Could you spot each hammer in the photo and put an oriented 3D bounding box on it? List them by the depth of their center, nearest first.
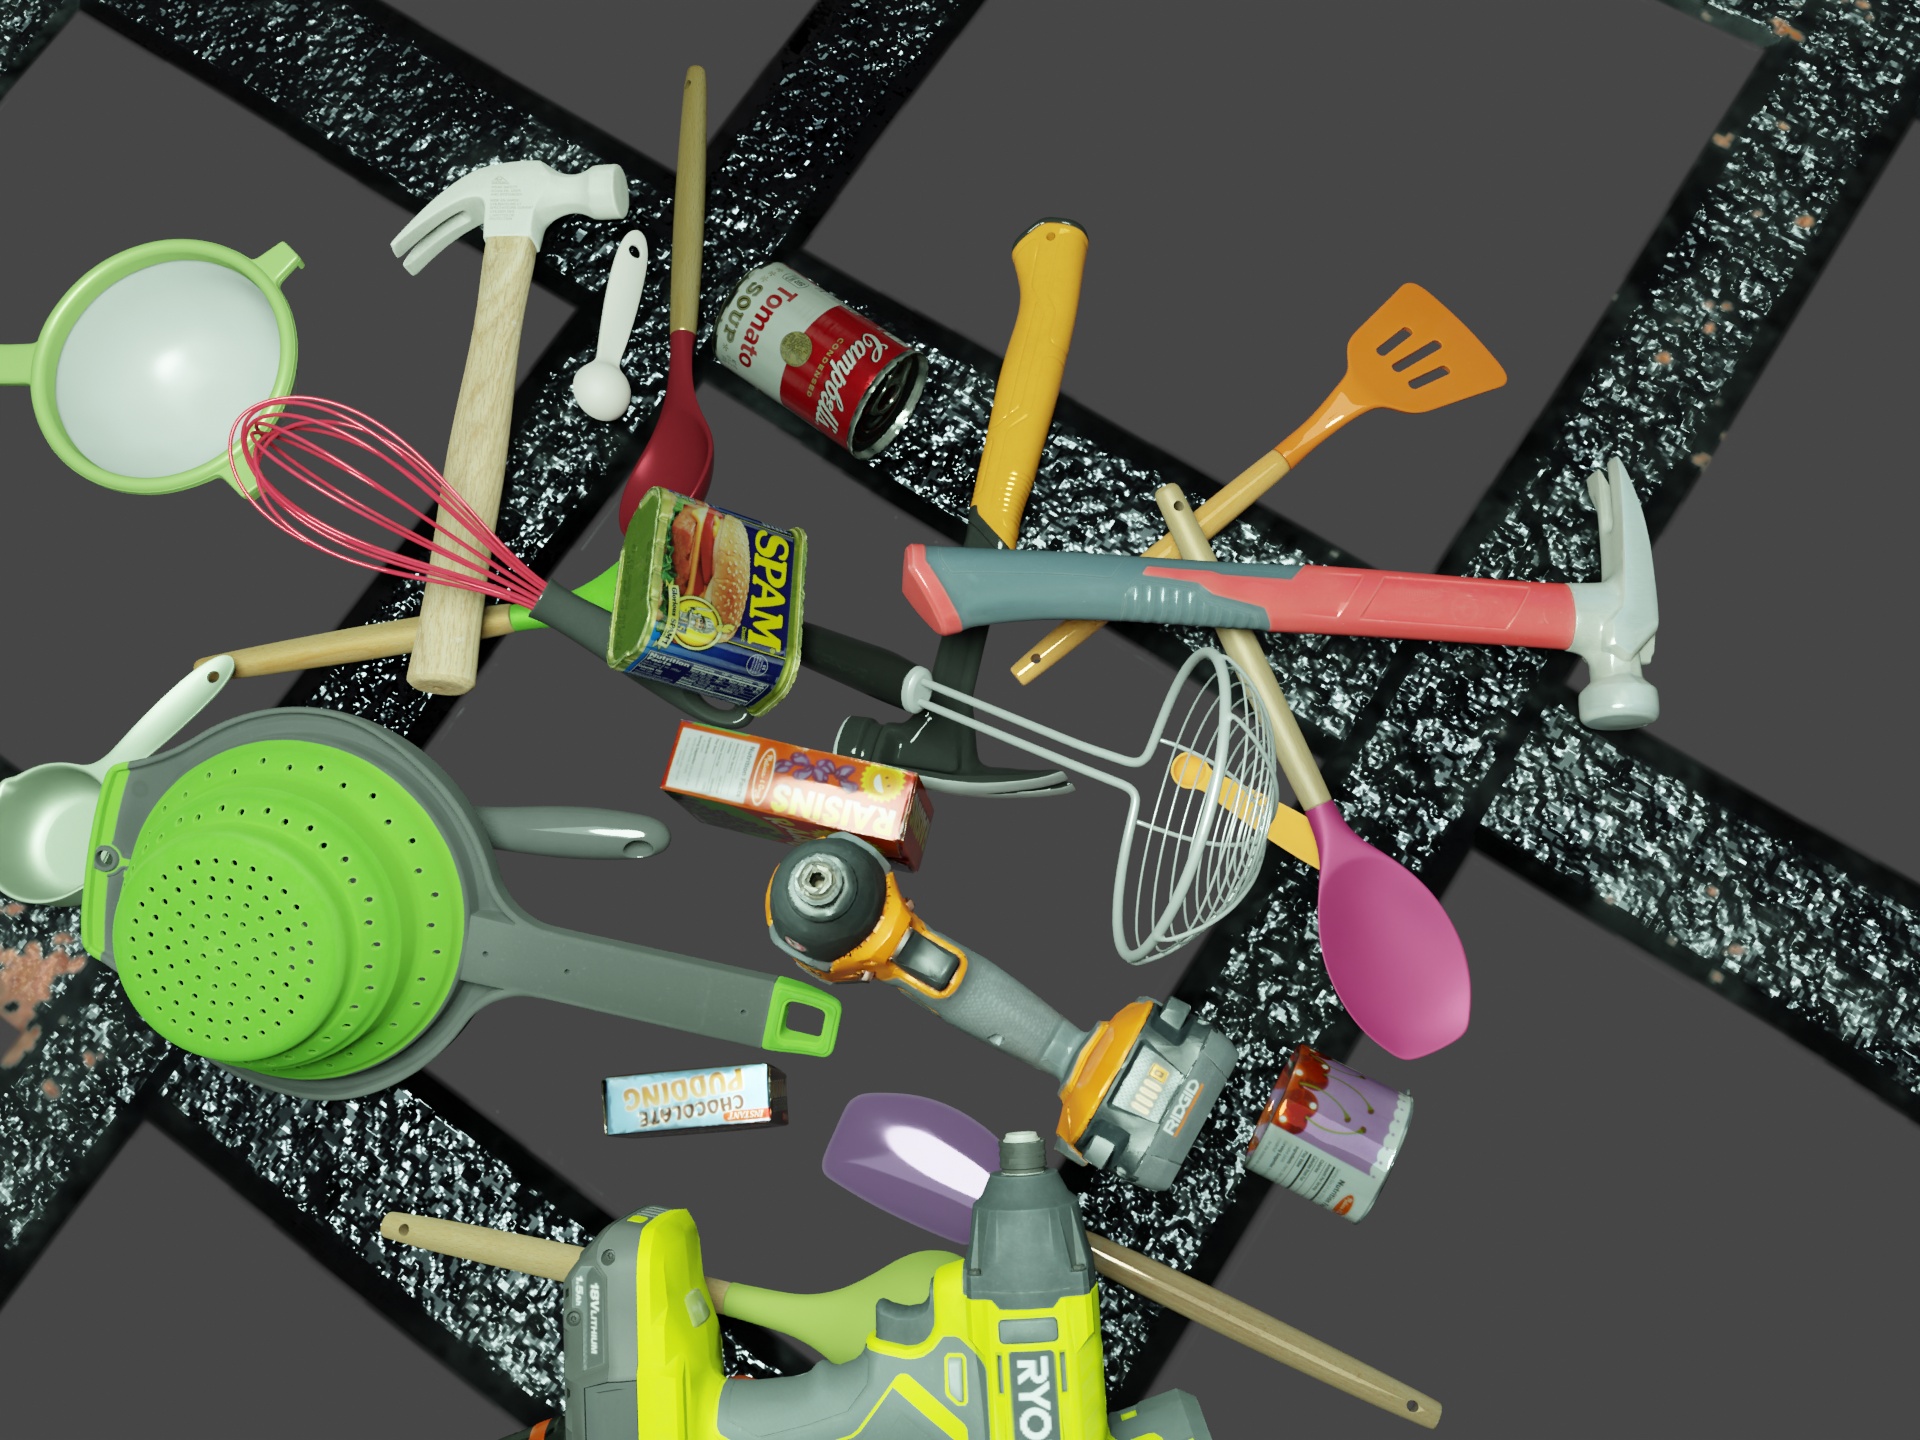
[{"bbox_3d":[0.164,-0.077,0.809,0.386,0.038,0.143,3,75,-6],"label":"hammer"},{"bbox_3d":[0.029,-0.122,0.861,0.127,0.034,0.337,7,74,20],"label":"hammer"},{"bbox_3d":[-0.270,-0.172,0.894,0.130,0.031,0.331,0,70,7],"label":"hammer"}]

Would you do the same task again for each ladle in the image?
[{"bbox_3d":[-0.134,0.277,0.781,0.320,0.062,0.078,7,78,13],"label":"ladle"},{"bbox_3d":[-0.161,-0.245,0.918,0.069,0.031,0.316,-12,69,34],"label":"ladle"}]

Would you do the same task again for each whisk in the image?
[{"bbox_3d":[-0.234,-0.074,0.819,0.295,0.073,0.073,31,79,-16],"label":"whisk"},{"bbox_3d":[-0.272,0.052,0.843,0.239,0.055,0.055,4,76,1],"label":"whisk"}]

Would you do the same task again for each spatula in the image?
[{"bbox_3d":[0.081,0.263,0.773,0.316,0.018,0.060,24,78,11],"label":"spatula"},{"bbox_3d":[0.156,-0.123,0.867,0.322,0.041,0.081,-39,77,-2],"label":"spatula"}]

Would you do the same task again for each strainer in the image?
[{"bbox_3d":[-0.491,-0.192,0.911,0.256,0.069,0.151,2,78,6],"label":"strainer"}]

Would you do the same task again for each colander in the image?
[{"bbox_3d":[-0.257,0.117,0.773,0.397,0.094,0.204,12,98,2],"label":"colander"}]

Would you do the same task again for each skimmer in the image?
[{"bbox_3d":[-0.001,-0.002,0.719,0.364,0.090,0.127,23,100,45],"label":"skimmer"}]

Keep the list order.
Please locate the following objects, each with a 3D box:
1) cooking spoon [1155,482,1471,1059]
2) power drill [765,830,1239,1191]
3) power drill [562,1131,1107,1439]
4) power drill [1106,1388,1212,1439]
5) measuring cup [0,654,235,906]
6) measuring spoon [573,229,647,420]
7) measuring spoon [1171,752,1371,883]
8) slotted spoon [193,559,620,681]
[{"bbox_3d":[0.173,0.020,0.816,0.069,0.017,0.319,-23,81,-4],"label":"cooking spoon"},{"bbox_3d":[0.010,0.128,0.740,0.226,0.164,0.084,30,78,9],"label":"power drill"},{"bbox_3d":[-0.051,0.270,0.688,0.223,0.080,0.171,-4,82,5],"label":"power drill"},{"bbox_3d":[0.054,0.437,0.701,0.190,0.080,0.229,-20,72,-1],"label":"power drill"},{"bbox_3d":[-0.452,0.031,0.867,0.083,0.038,0.167,40,80,13],"label":"measuring cup"},{"bbox_3d":[-0.195,-0.231,0.917,0.034,0.018,0.124,20,69,-35],"label":"measuring spoon"},{"bbox_3d":[0.161,0.052,0.827,0.117,0.011,0.021,31,82,8],"label":"measuring spoon"},{"bbox_3d":[-0.272,-0.051,0.879,0.314,0.031,0.070,-9,75,4],"label":"slotted spoon"}]
